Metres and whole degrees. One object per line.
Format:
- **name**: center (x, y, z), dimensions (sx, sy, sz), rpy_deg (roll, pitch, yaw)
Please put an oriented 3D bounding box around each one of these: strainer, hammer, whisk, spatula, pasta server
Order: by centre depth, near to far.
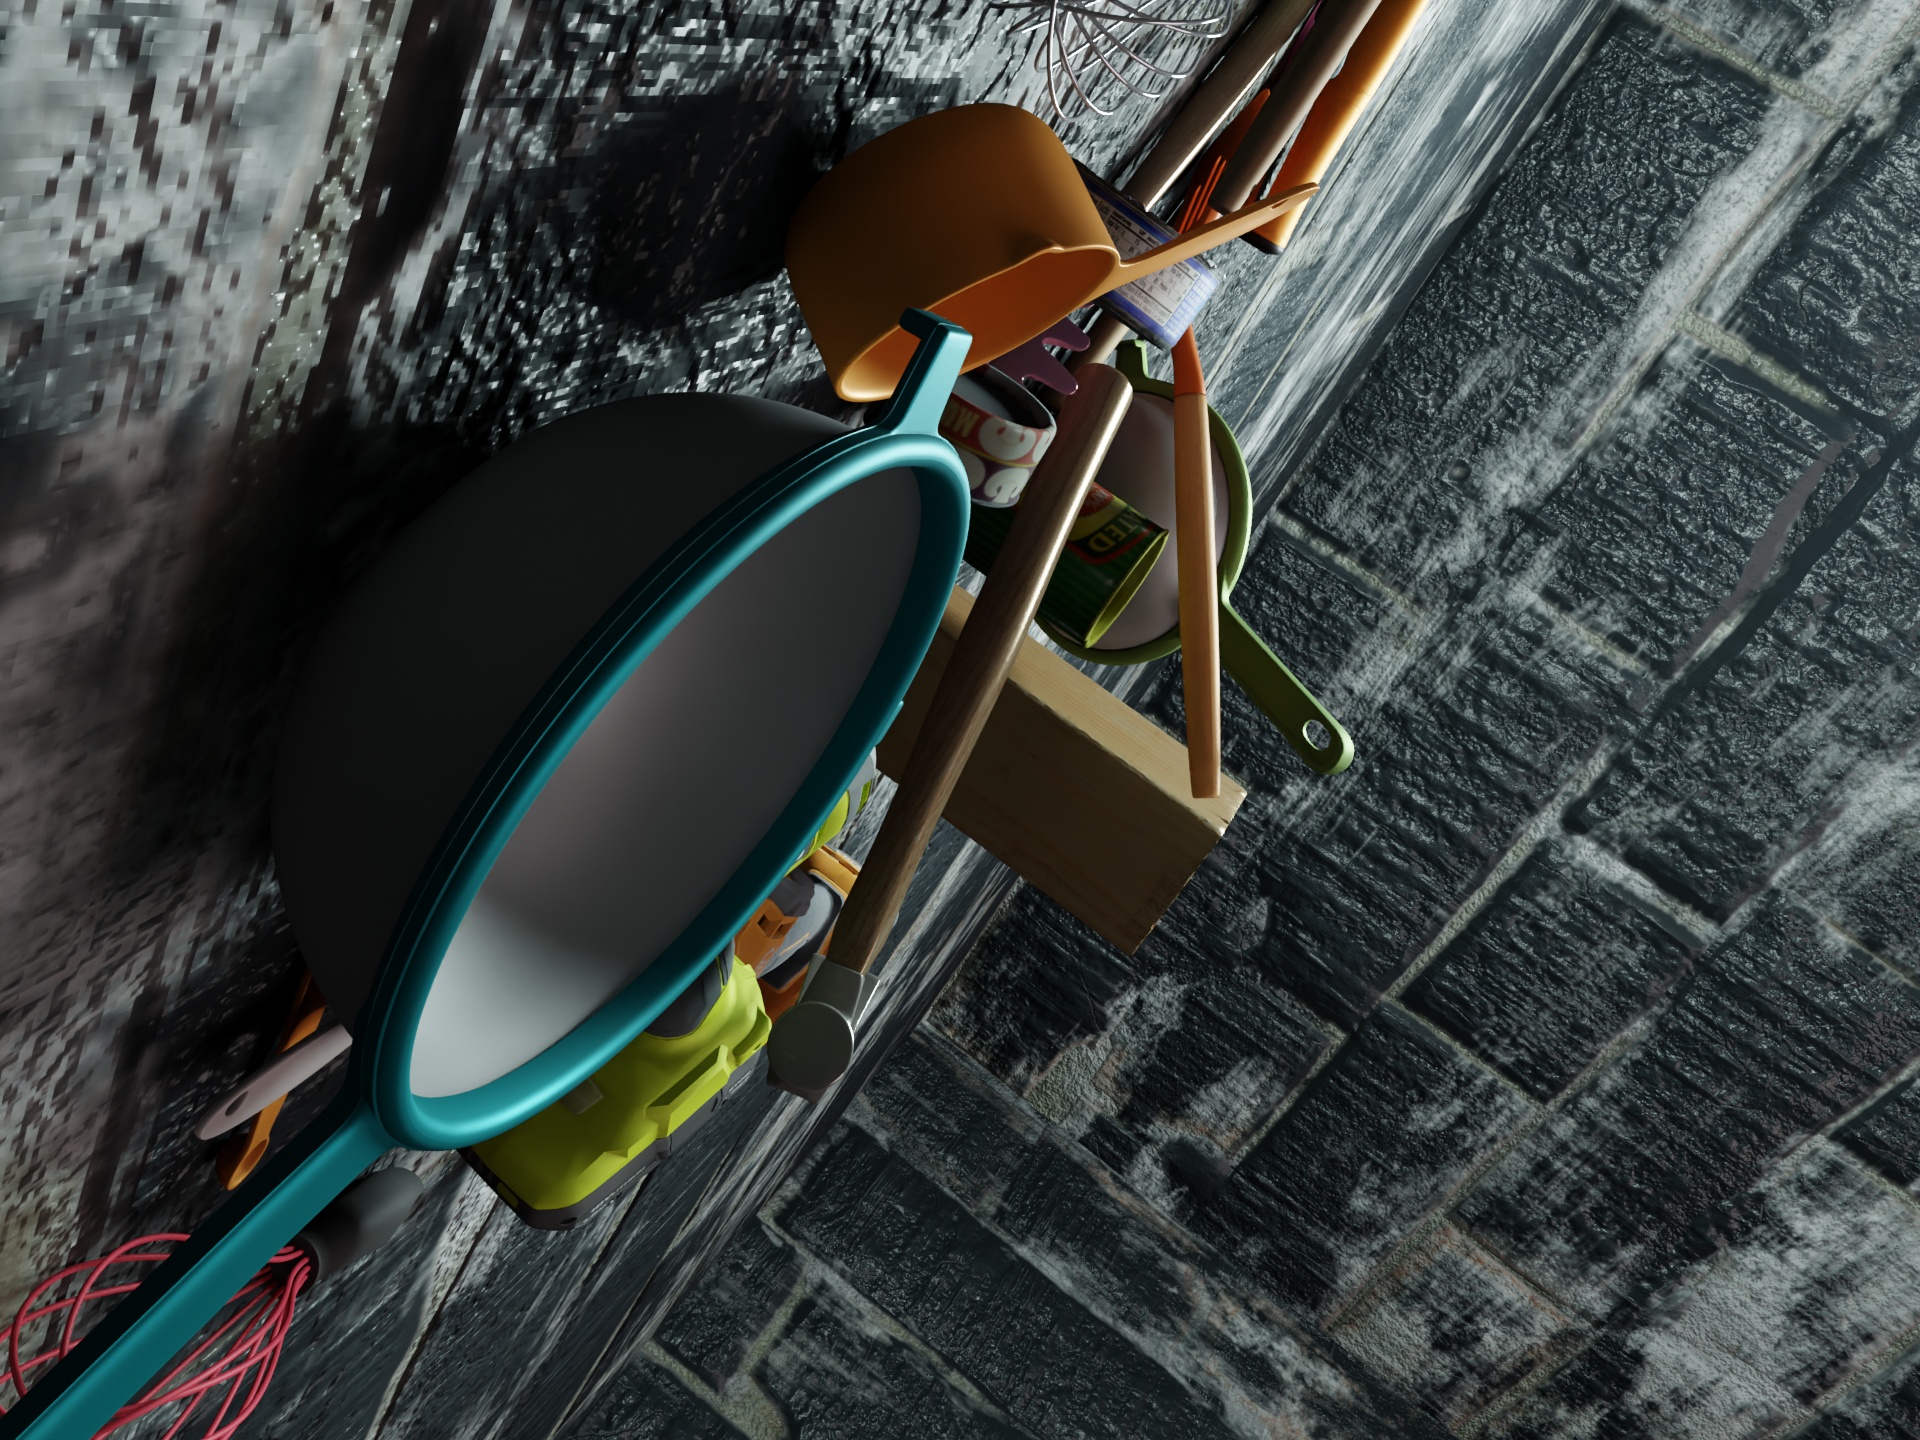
- **strainer**: center (-0.134, 0.038, 0.373), dimensions (0.340, 0.095, 0.210), rpy_deg (-47, 167, -26)
- **whisk**: center (0.081, -0.253, 0.524), dimensions (0.285, 0.070, 0.070), rpy_deg (-50, 172, -51)
- **whisk**: center (-0.242, 0.195, 0.552), dimensions (0.073, 0.073, 0.296), rpy_deg (-53, 178, -4)
- **spatula**: center (0.189, -0.336, 0.623), dimensions (0.316, 0.018, 0.060), rpy_deg (-57, 174, 5)
- **hammer**: center (-0.001, -0.002, 0.654), dimensions (0.130, 0.031, 0.331), rpy_deg (114, 0, -74)
- **pasta server**: center (0.096, -0.239, 0.697), dimensions (0.316, 0.040, 0.060), rpy_deg (-53, -167, -12)
- **spatula**: center (0.116, -0.126, 0.737), dimensions (0.081, 0.041, 0.323), rpy_deg (164, -75, -75)
- **hammer**: center (0.230, -0.374, 0.746), dimensions (0.336, 0.034, 0.127), rpy_deg (-59, -170, 23)
- **strainer**: center (0.096, -0.068, 0.789), dimensions (0.069, 0.257, 0.151), rpy_deg (4, 131, -49)

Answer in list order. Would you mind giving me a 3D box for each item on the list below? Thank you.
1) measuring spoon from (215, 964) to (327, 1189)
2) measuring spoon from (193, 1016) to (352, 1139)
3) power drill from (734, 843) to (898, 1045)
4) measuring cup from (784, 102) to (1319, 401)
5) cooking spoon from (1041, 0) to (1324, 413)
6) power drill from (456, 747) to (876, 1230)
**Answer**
- **measuring spoon**: center (-0.211, 0.101, 0.494), dimensions (0.117, 0.011, 0.021), rpy_deg (-61, 179, 23)
- **measuring spoon**: center (-0.192, 0.089, 0.490), dimensions (0.034, 0.018, 0.124), rpy_deg (-59, 173, 26)
- **power drill**: center (-0.130, 0.148, 0.884), dimensions (0.185, 0.084, 0.226), rpy_deg (-54, 167, 3)
- **measuring cup**: center (0.029, -0.149, 0.462), dimensions (0.173, 0.052, 0.095), rpy_deg (-26, 179, -23)
- **cooking spoon**: center (0.139, -0.285, 0.813), dimensions (0.319, 0.017, 0.068), rpy_deg (-53, 170, -5)
- **power drill**: center (-0.129, 0.099, 0.579), dimensions (0.190, 0.080, 0.228), rpy_deg (-39, 163, -35)
